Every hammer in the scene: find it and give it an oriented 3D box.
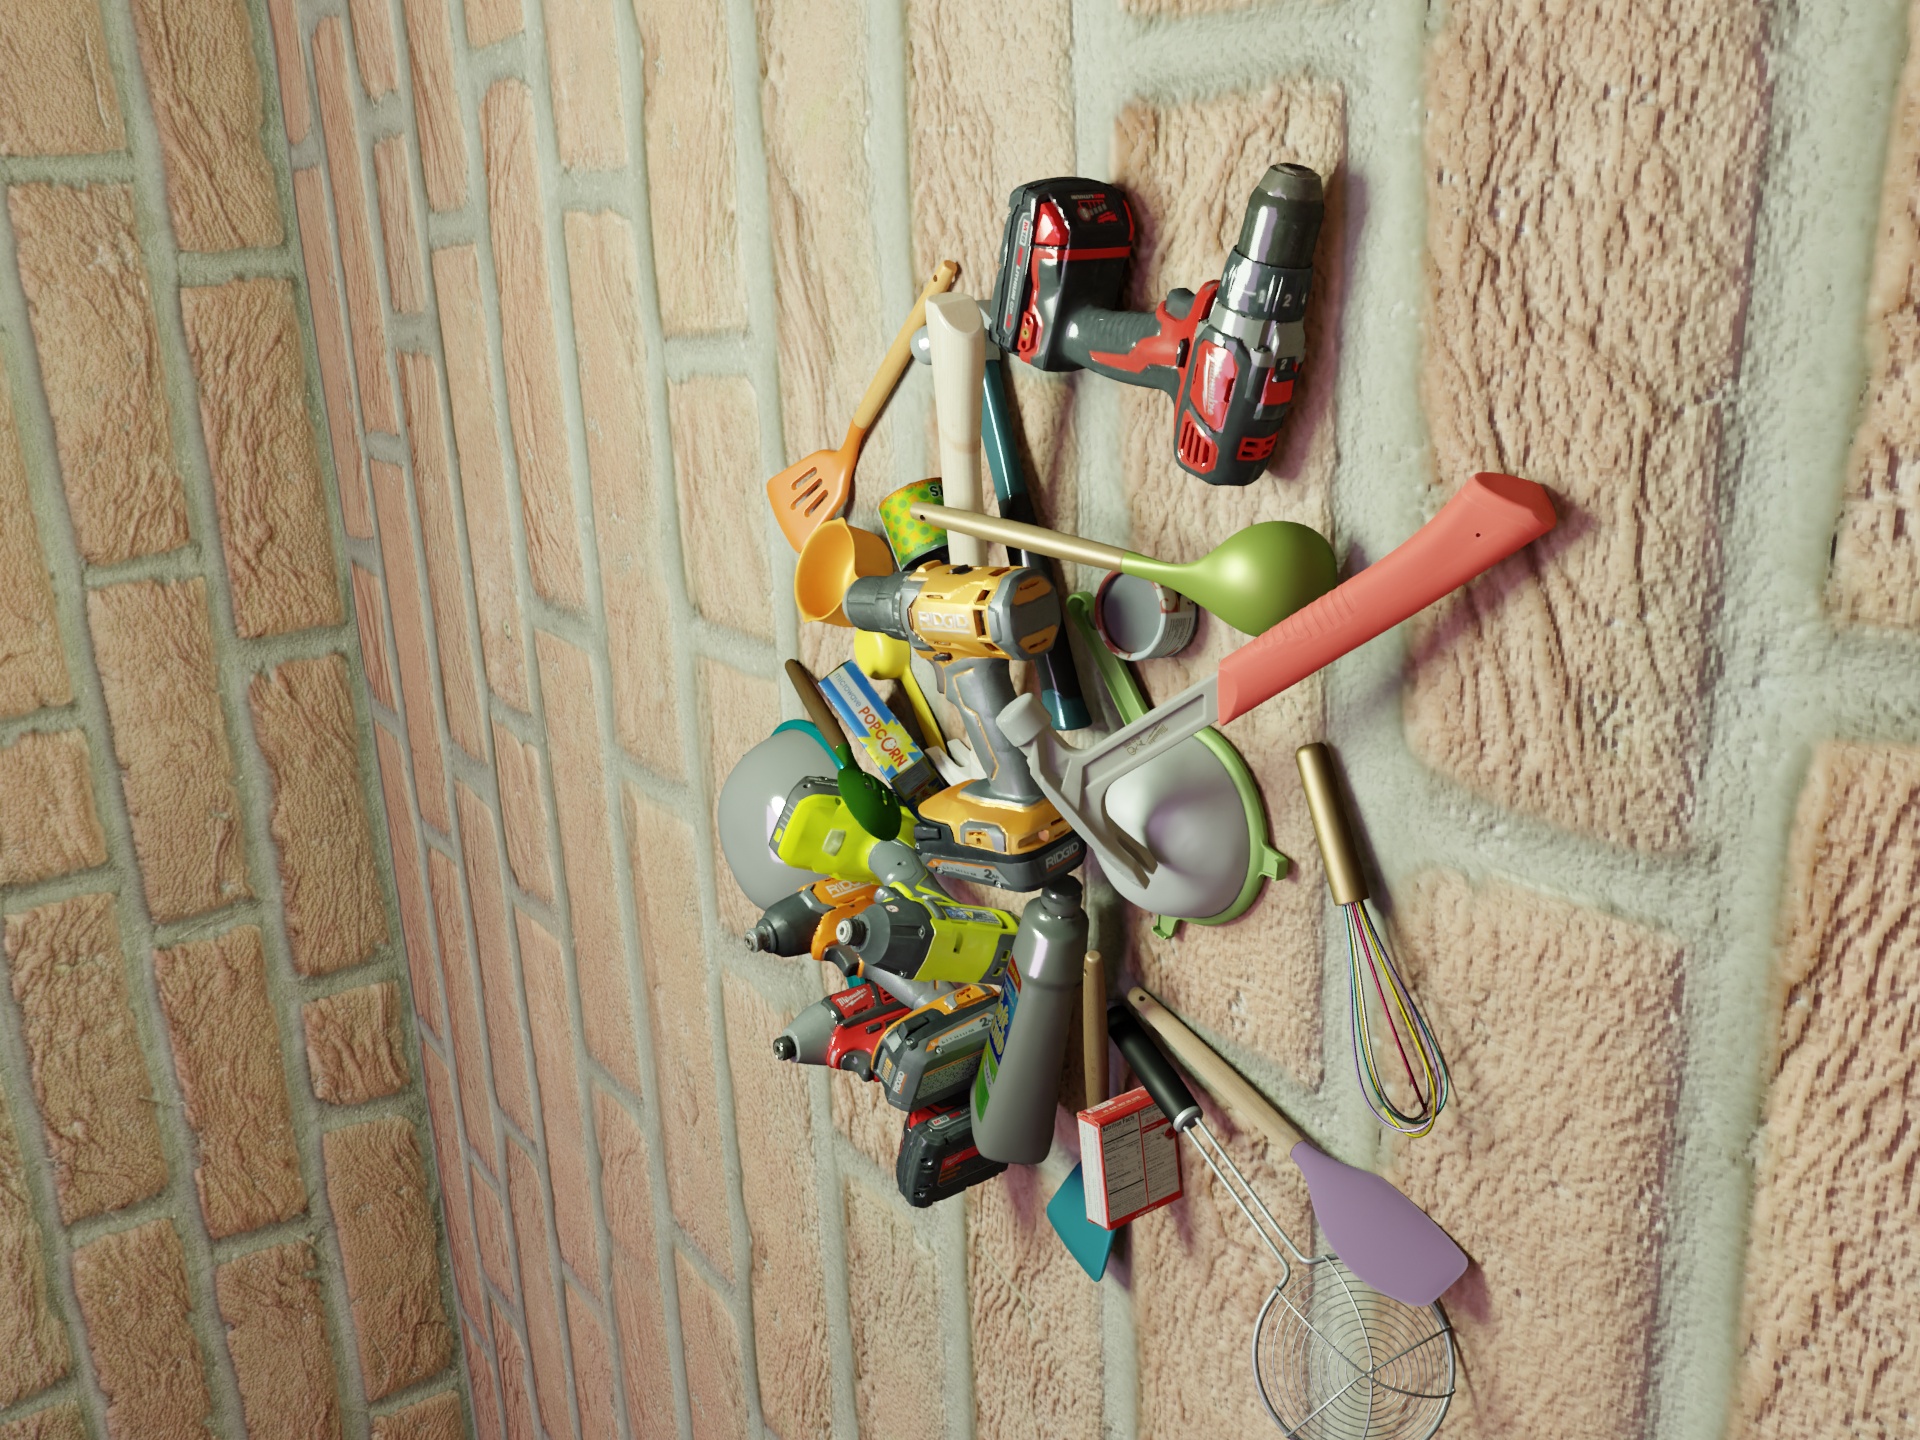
[{"bbox_3d":[0.042,-0.153,1.184,0.128,0.033,0.331,-15,89,58],"label":"hammer"},{"bbox_3d":[0.003,-0.112,1.181,0.146,0.038,0.410,41,143,51],"label":"hammer"},{"bbox_3d":[0.187,-0.026,0.928,0.359,0.037,0.149,-34,102,37],"label":"hammer"}]

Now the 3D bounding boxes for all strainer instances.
[{"bbox_3d":[0.115,0.028,1.105,0.151,0.069,0.256,-42,68,53],"label":"strainer"},{"bbox_3d":[-0.158,0.171,1.538,0.211,0.095,0.340,-26,78,56],"label":"strainer"}]

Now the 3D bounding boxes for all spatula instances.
[{"bbox_3d":[0.097,0.299,1.220,0.082,0.044,0.317,46,149,48],"label":"spatula"},{"bbox_3d":[0.211,0.276,1.080,0.316,0.060,0.018,42,165,47],"label":"spatula"},{"bbox_3d":[-0.081,-0.262,1.321,0.322,0.041,0.081,-51,59,49],"label":"spatula"}]

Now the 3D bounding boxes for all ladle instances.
[{"bbox_3d":[0.094,-0.115,1.031,0.320,0.062,0.078,19,140,38],"label":"ladle"}]

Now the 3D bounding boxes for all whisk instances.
[{"bbox_3d":[0.249,0.132,0.971,0.047,0.051,0.245,67,-171,-81],"label":"whisk"}]

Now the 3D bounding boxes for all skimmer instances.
[{"bbox_3d":[0.195,0.334,1.098,0.364,0.127,0.090,52,172,50],"label":"skimmer"}]

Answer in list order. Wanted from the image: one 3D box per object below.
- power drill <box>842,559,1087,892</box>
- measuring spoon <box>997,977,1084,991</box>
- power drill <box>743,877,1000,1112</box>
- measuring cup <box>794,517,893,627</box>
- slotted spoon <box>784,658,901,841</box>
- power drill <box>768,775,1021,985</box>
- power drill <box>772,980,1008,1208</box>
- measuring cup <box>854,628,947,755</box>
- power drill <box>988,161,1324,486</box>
[{"bbox_3d":[-0.002,-0.004,1.139,0.185,0.084,0.226,8,114,44],"label":"power drill"},{"bbox_3d":[0.072,0.205,1.287,0.124,0.018,0.034,-15,94,50],"label":"measuring spoon"},{"bbox_3d":[-0.073,0.223,1.371,0.227,0.164,0.084,47,136,34],"label":"power drill"},{"bbox_3d":[-0.074,-0.108,1.335,0.174,0.052,0.095,32,105,48],"label":"measuring cup"},{"bbox_3d":[-0.113,0.013,1.412,0.031,0.070,0.314,-50,33,8],"label":"slotted spoon"},{"bbox_3d":[-0.062,0.135,1.312,0.223,0.171,0.080,43,115,49],"label":"power drill"},{"bbox_3d":[-0.059,0.318,1.402,0.220,0.143,0.078,38,128,40],"label":"power drill"},{"bbox_3d":[-0.051,-0.021,1.368,0.157,0.029,0.062,65,145,22],"label":"measuring cup"},{"bbox_3d":[0.124,-0.270,0.984,0.227,0.080,0.187,40,132,38],"label":"power drill"}]
